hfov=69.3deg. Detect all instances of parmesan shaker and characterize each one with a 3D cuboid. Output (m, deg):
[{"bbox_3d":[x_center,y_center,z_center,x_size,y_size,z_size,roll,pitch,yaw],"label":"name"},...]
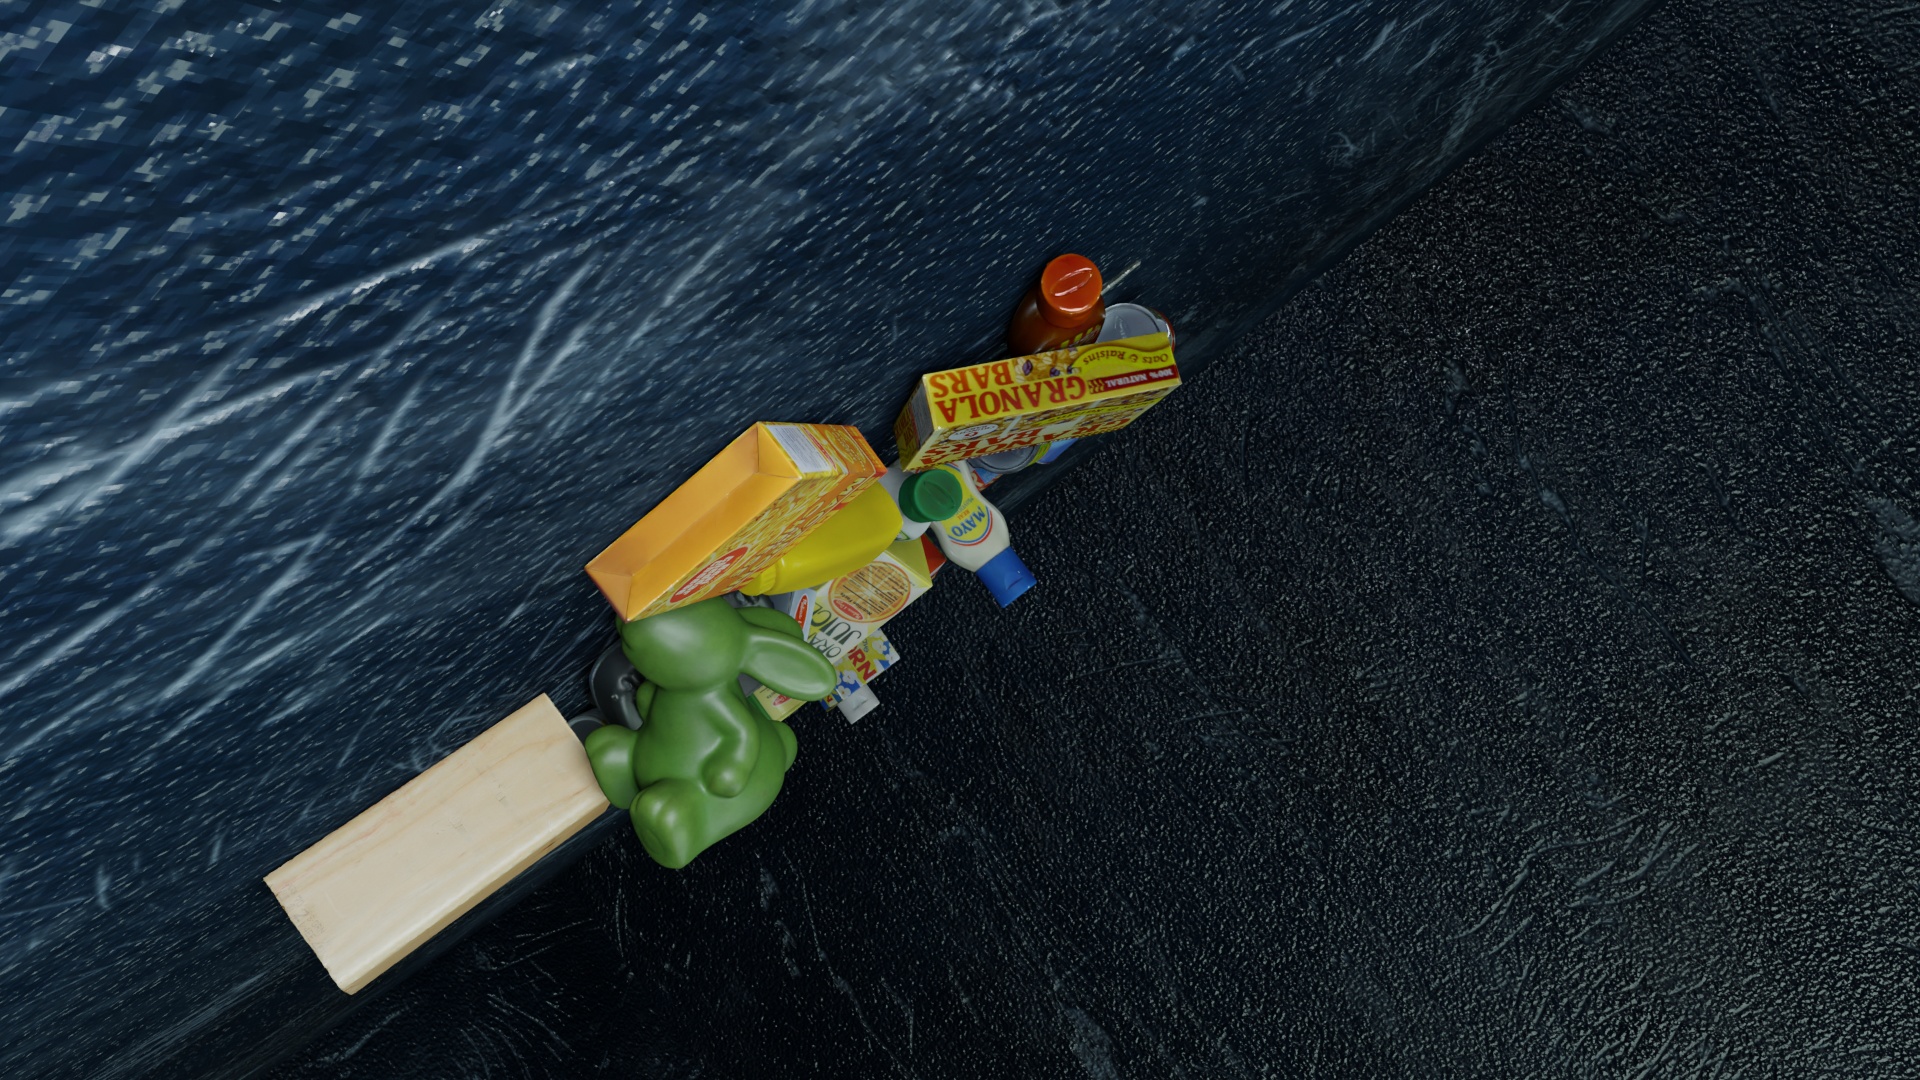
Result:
[{"bbox_3d":[-0.203,0.133,1.375,0.071,0.103,0.071,-37,176,-3],"label":"parmesan shaker"}]

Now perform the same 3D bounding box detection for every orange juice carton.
[{"bbox_3d":[-0.122,0.055,1.181,0.192,0.073,0.072,-38,-143,18],"label":"orange juice carton"}]

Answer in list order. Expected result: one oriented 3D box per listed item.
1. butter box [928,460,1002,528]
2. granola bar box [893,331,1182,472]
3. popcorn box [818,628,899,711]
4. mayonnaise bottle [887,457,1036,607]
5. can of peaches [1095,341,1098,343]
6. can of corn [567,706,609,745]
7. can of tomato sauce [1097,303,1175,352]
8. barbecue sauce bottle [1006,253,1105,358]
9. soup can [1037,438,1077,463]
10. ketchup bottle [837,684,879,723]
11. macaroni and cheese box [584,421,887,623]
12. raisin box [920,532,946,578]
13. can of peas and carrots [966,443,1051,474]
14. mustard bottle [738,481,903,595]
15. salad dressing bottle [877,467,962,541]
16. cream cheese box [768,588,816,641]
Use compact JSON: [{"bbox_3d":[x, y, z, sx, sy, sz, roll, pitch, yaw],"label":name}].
[{"bbox_3d":[-0.002,-0.061,1.245,0.103,0.053,0.024,-39,174,17],"label":"butter box"},{"bbox_3d":[0.046,-0.091,0.921,0.166,0.039,0.124,-12,173,-13],"label":"granola bar box"},{"bbox_3d":[-0.128,0.088,1.341,0.085,0.126,0.038,-34,179,-42],"label":"popcorn box"},{"bbox_3d":[0.004,-0.014,1.133,0.065,0.148,0.041,-37,176,-8],"label":"mayonnaise bottle"},{"bbox_3d":[0.081,-0.133,1.090,0.071,0.058,0.071,-38,177,-2],"label":"can of peaches"},{"bbox_3d":[-0.304,0.177,1.202,0.071,0.071,0.058,-39,175,18],"label":"can of corn"},{"bbox_3d":[0.151,-0.173,1.205,0.071,0.071,0.083,-38,177,17],"label":"can of tomato sauce"},{"bbox_3d":[0.064,-0.144,0.882,0.065,0.043,0.148,-28,176,-3],"label":"barbecue sauce bottle"},{"bbox_3d":[0.088,-0.120,1.285,0.083,0.071,0.072,-41,175,41],"label":"soup can"},{"bbox_3d":[-0.140,0.115,1.399,0.065,0.149,0.043,-36,178,-13],"label":"ketchup bottle"},{"bbox_3d":[-0.118,-0.015,0.777,0.123,0.040,0.167,-38,176,12],"label":"macaroni and cheese box"},{"bbox_3d":[-0.059,0.005,1.274,0.040,0.086,0.123,-42,177,-11],"label":"raisin box"},{"bbox_3d":[0.041,-0.090,1.181,0.071,0.071,0.059,-39,177,19],"label":"can of peas and carrots"},{"bbox_3d":[-0.111,0.002,0.937,0.161,0.065,0.048,-25,165,-44],"label":"mustard bottle"},{"bbox_3d":[-0.041,-0.029,1.028,0.044,0.064,0.147,-54,-165,-15],"label":"salad dressing bottle"},{"bbox_3d":[-0.158,0.067,1.115,0.103,0.024,0.053,-10,-117,49],"label":"cream cheese box"}]
